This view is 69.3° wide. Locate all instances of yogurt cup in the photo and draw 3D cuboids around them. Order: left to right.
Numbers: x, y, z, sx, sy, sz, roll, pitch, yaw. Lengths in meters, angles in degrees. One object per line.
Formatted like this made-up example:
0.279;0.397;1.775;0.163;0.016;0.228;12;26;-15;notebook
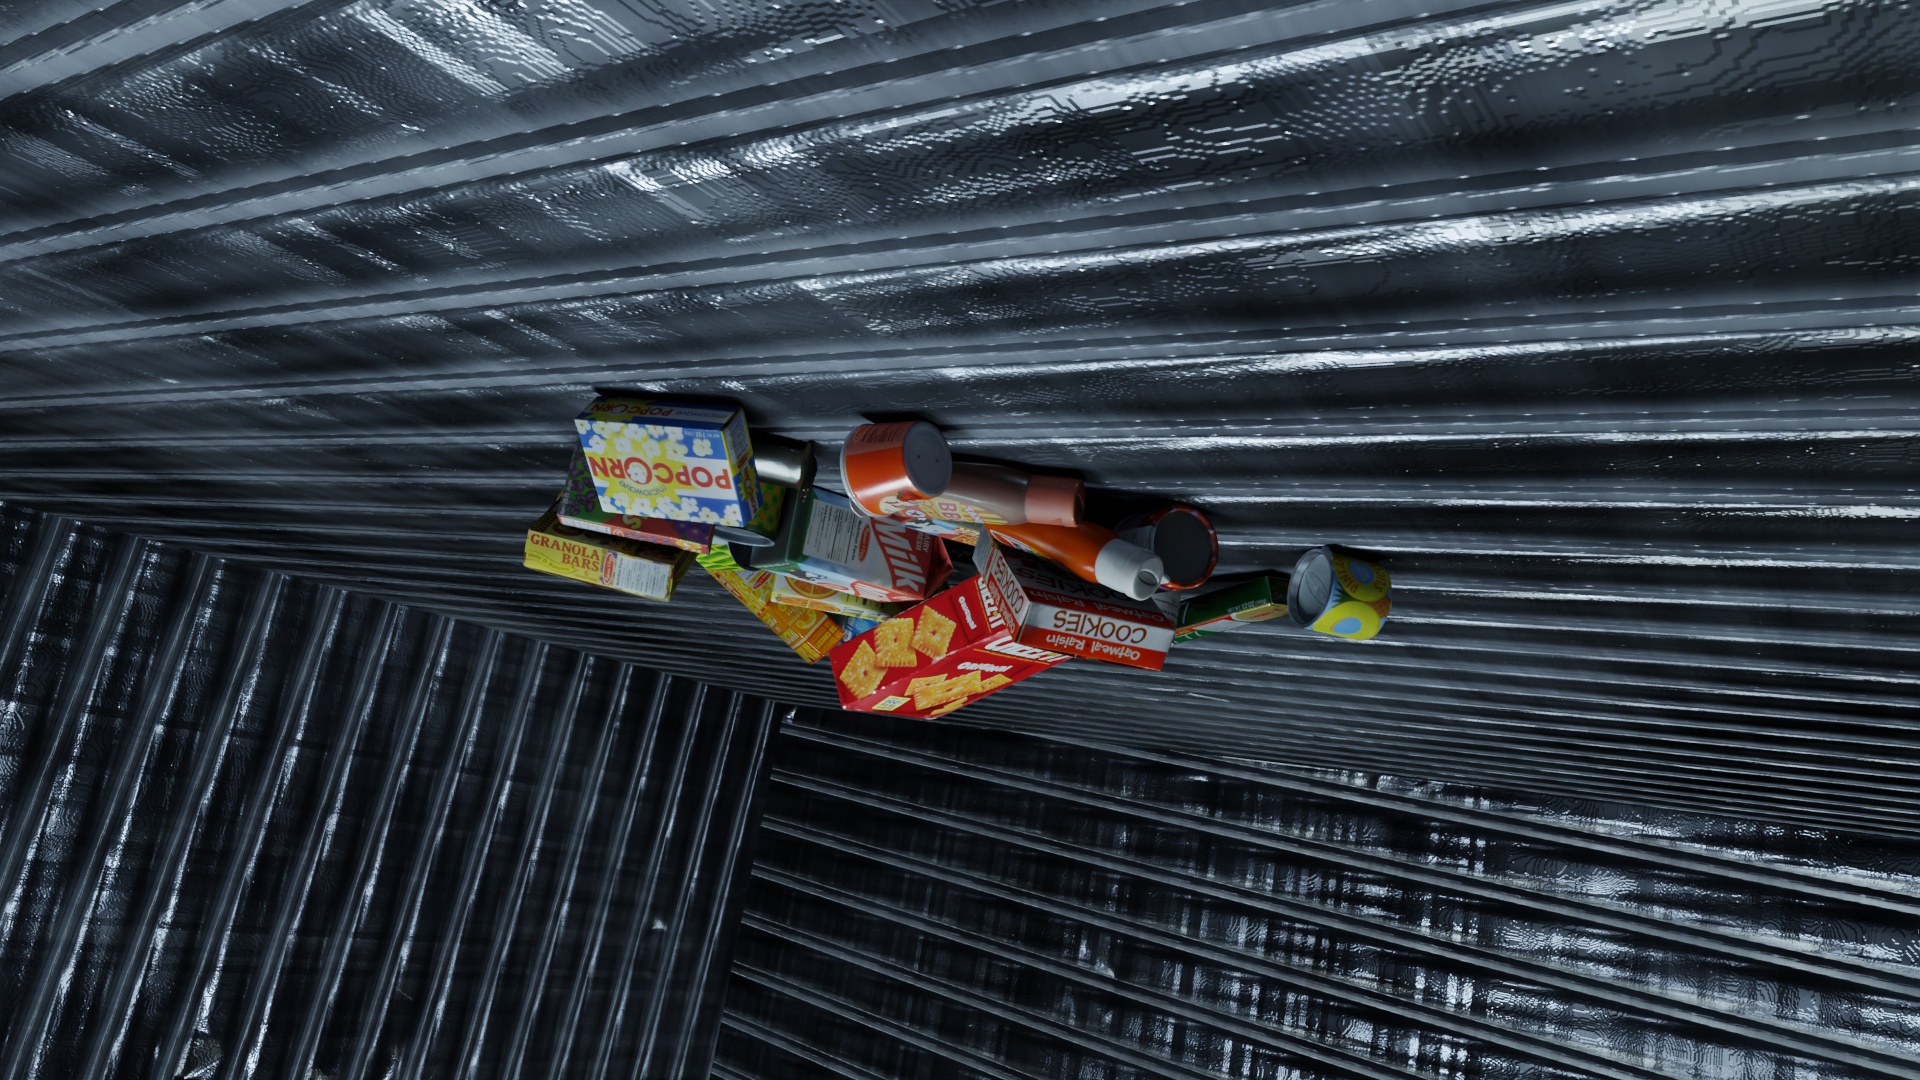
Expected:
-0.043;-0.053;0.974;0.054;0.072;0.072;-10;158;37;yogurt cup

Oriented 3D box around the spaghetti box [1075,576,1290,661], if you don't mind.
0.210;0.078;1.323;0.050;0.029;0.249;10;158;-40;spaghetti box

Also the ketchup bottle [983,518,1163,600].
0.088;0.003;1.068;0.149;0.043;0.064;25;-179;42;ketchup bottle

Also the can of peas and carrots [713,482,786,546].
-0.189;-0.031;1.206;0.071;0.059;0.071;10;167;2;can of peas and carrots

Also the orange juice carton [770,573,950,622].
-0.095;0.042;1.440;0.193;0.073;0.071;11;168;-7;orange juice carton

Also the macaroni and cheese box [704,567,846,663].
-0.207;0.066;1.532;0.166;0.040;0.123;43;165;-3;macaroni and cheese box

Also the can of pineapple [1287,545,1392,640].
0.308;0.043;1.126;0.058;0.071;0.071;13;168;-16;can of pineapple

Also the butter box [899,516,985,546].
0.004;-0.015;1.204;0.103;0.024;0.053;15;167;-22;butter box

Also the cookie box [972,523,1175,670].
0.087;0.043;1.121;0.123;0.040;0.168;11;-160;-16;cookie box

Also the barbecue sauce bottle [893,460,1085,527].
0.018;-0.035;1.050;0.148;0.044;0.064;6;163;18;barbecue sauce bottle

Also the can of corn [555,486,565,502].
-0.346;-0.031;1.328;0.071;0.071;0.058;17;167;-29;can of corn

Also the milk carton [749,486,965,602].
-0.090;0.010;1.284;0.190;0.073;0.072;17;165;-33;milk carton

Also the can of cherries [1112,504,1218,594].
0.160;0.007;1.083;0.071;0.071;0.058;16;166;-24;can of cherries

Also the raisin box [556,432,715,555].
-0.259;-0.043;1.143;0.123;0.086;0.040;12;166;-8;raisin box

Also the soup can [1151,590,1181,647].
0.158;0.046;1.218;0.071;0.084;0.071;10;168;2;soup can

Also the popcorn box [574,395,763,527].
-0.216;-0.060;1.039;0.127;0.038;0.084;6;127;19;popcorn box

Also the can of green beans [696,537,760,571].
-0.220;-0.004;1.345;0.058;0.071;0.071;1;165;38;can of green beans

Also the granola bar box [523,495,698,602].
-0.290;-0.010;1.213;0.124;0.039;0.166;14;-157;-1;granola bar box
